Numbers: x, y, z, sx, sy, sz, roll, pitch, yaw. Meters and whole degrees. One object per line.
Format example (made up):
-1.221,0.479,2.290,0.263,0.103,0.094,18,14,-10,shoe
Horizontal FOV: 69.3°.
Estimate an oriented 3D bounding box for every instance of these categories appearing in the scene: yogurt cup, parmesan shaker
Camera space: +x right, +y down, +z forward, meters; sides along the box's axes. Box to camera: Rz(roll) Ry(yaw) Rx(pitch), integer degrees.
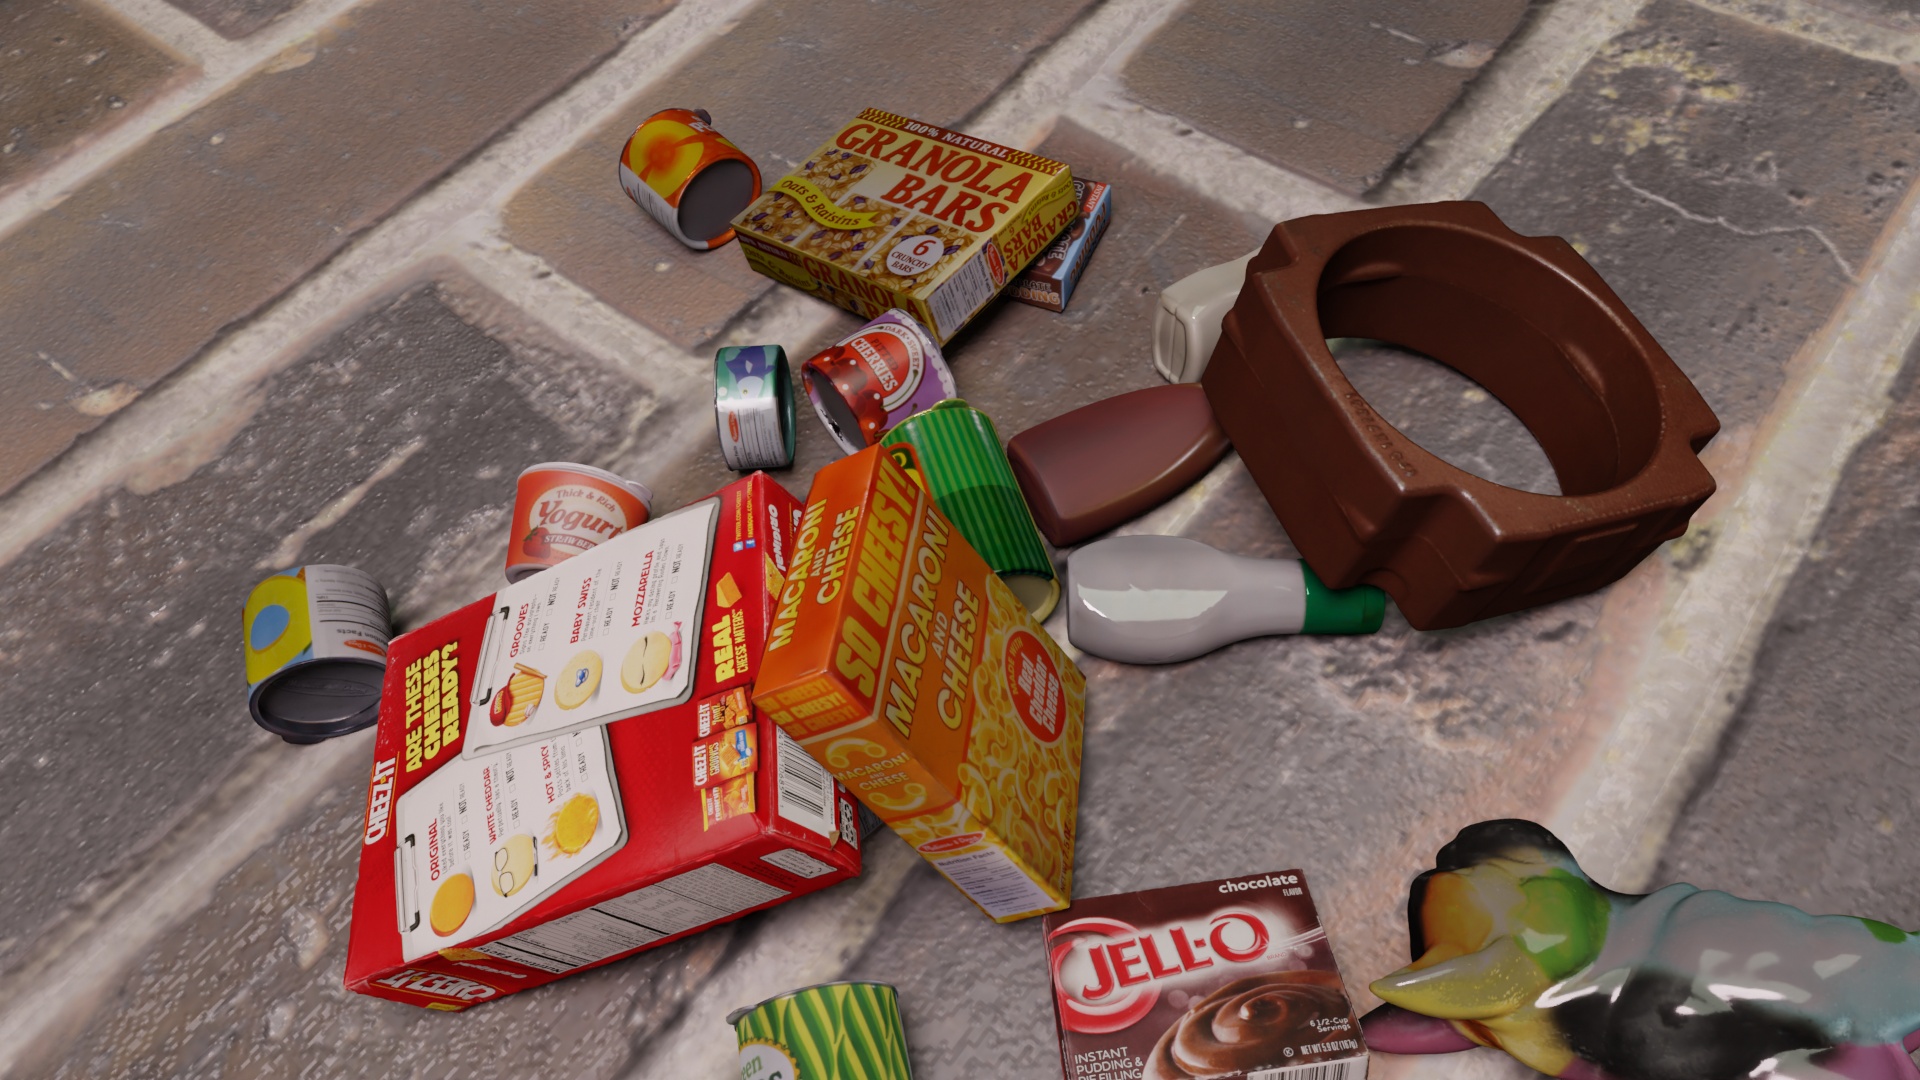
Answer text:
-0.194,0.000,0.697,0.072,0.072,0.054,5,65,8,yogurt cup
0.002,-0.009,0.681,0.071,0.071,0.103,-17,56,-7,parmesan shaker

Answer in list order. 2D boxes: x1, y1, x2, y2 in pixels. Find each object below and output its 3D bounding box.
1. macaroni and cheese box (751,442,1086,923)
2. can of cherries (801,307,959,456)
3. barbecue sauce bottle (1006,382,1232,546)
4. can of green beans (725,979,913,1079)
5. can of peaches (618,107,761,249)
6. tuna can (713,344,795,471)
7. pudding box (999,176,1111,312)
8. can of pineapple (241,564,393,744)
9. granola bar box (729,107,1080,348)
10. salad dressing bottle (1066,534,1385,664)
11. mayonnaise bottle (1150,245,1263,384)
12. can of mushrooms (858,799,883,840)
-0.009,0.061,0.570,0.040,0.166,0.124,-22,37,27,macaroni and cheese box
-0.043,-0.082,0.735,0.058,0.071,0.071,-33,60,-16,can of cherries
0.102,-0.052,0.720,0.149,0.043,0.065,-23,60,-12,barbecue sauce bottle
-0.051,0.211,0.539,0.071,0.071,0.058,-12,56,-4,can of green beans
-0.161,-0.220,0.840,0.071,0.071,0.058,-37,62,-19,can of peaches
-0.108,-0.072,0.737,0.033,0.070,0.071,-4,56,1,tuna can
0.053,-0.177,0.817,0.050,0.030,0.084,18,59,16,pudding box
-0.308,0.054,0.667,0.071,0.070,0.058,-19,56,-8,can of pineapple
-0.033,-0.185,0.801,0.166,0.039,0.124,28,64,36,granola bar box
0.125,0.027,0.665,0.148,0.043,0.064,-1,54,2,salad dressing bottle
0.173,-0.137,0.764,0.148,0.064,0.041,-29,55,-19,mayonnaise bottle
-0.060,0.102,0.615,0.033,0.070,0.071,-37,61,-19,can of mushrooms
